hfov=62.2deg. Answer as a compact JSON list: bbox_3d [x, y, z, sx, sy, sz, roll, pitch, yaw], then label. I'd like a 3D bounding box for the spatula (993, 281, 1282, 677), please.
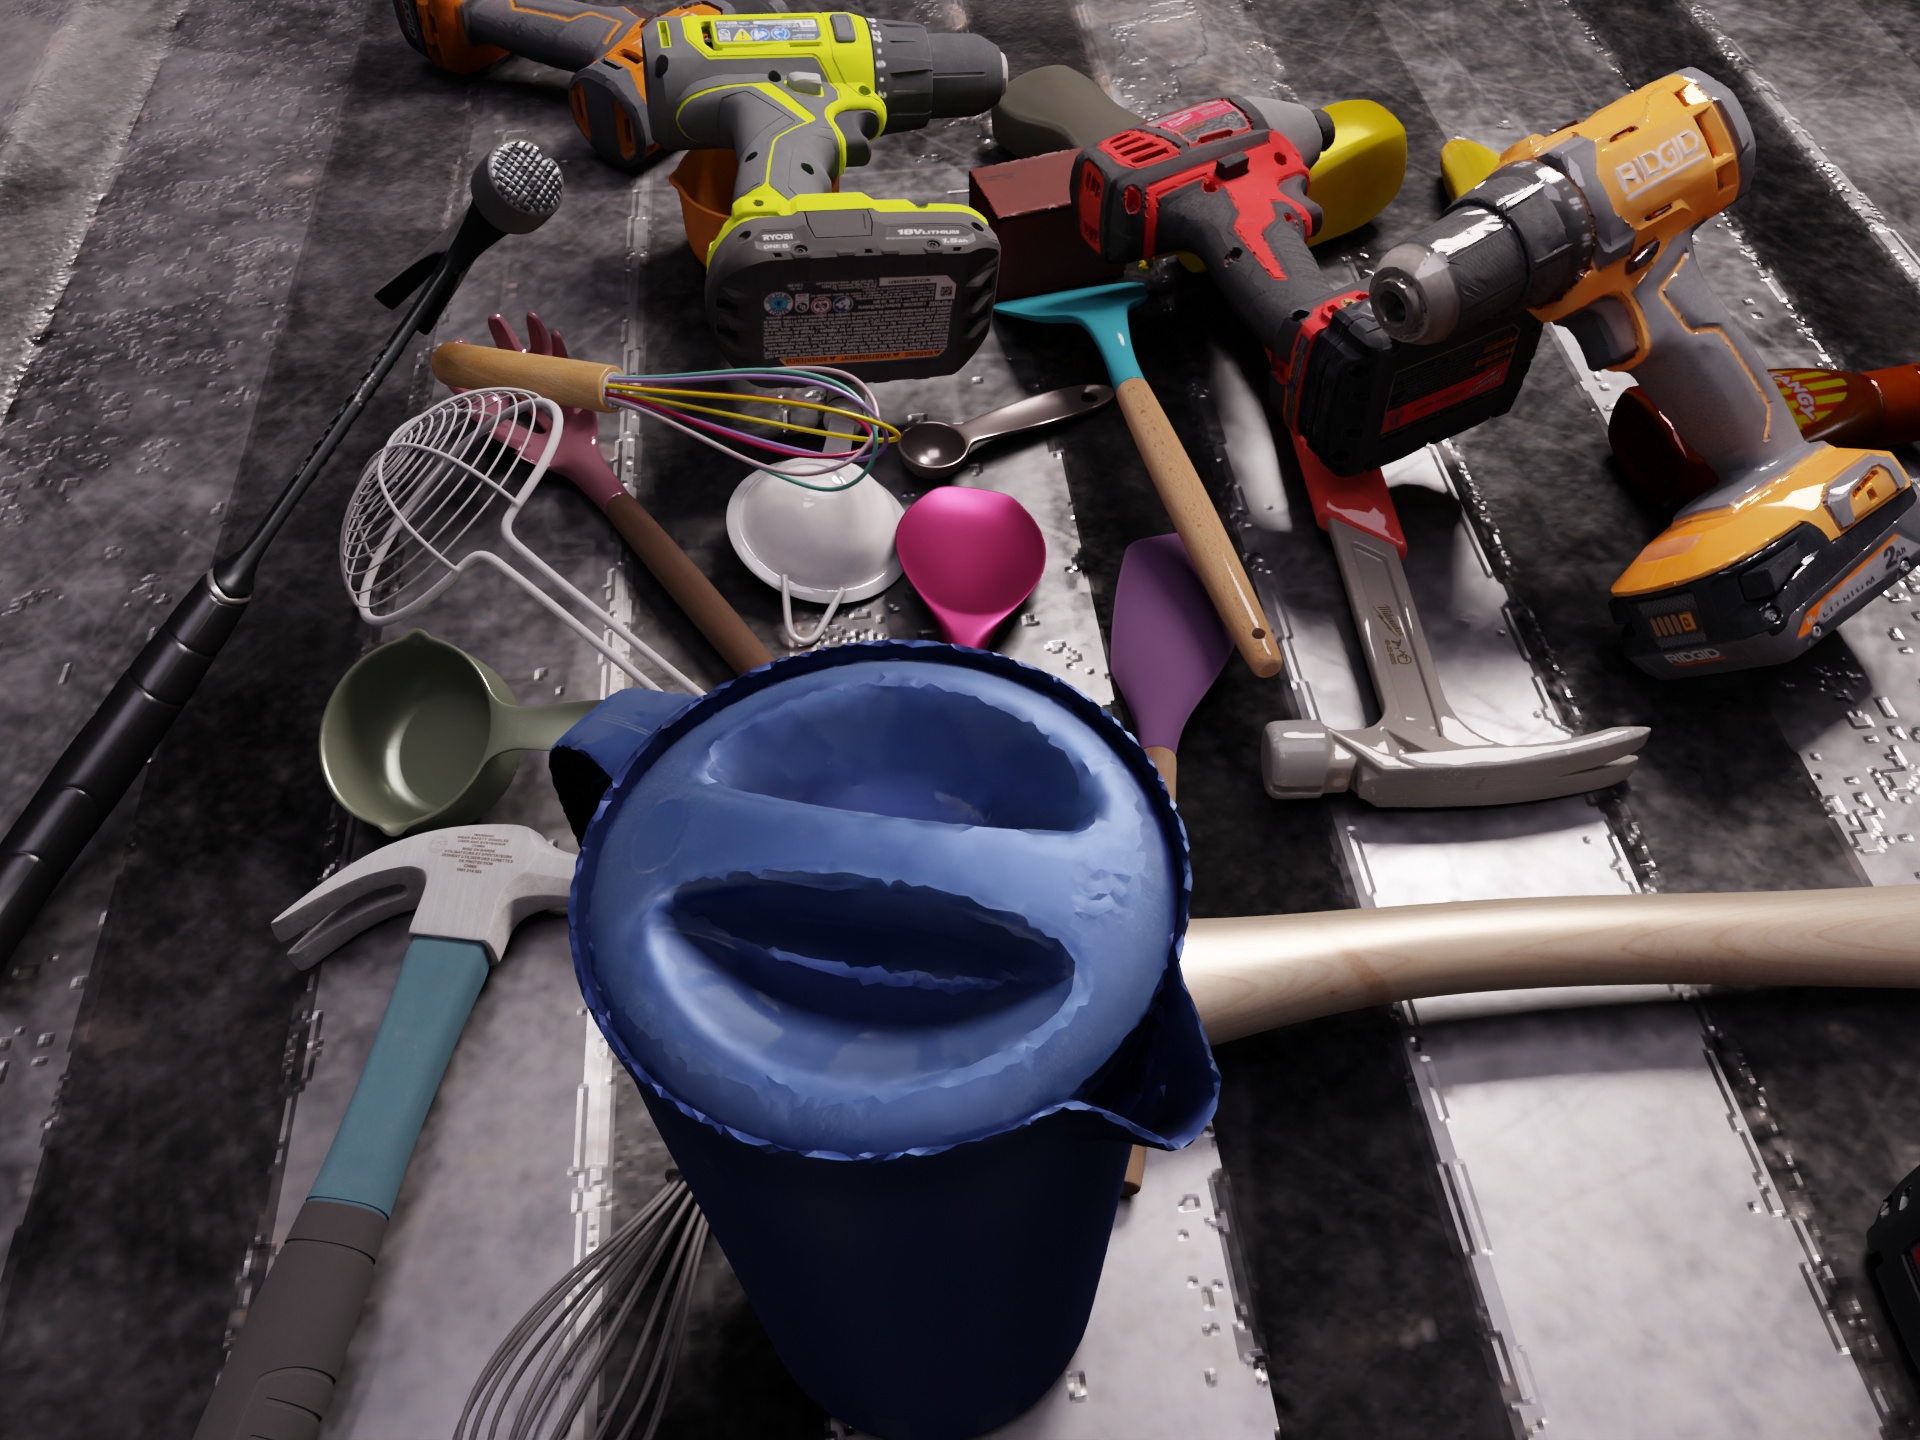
[{"bbox_3d":[0.089,-0.130,0.742,0.082,0.044,0.318,-11,49,-7],"label":"spatula"}]

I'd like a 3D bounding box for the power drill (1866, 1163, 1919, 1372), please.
[{"bbox_3d":[0.408,0.196,0.447,0.226,0.080,0.188,-1,50,-3],"label":"power drill"}]

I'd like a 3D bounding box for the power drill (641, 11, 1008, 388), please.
[{"bbox_3d":[-0.054,-0.275,0.794,0.190,0.080,0.229,-6,55,-11],"label":"power drill"}]

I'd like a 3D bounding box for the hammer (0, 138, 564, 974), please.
[{"bbox_3d":[-0.299,-0.071,0.667,0.149,0.036,0.409,-12,47,52],"label":"hammer"}]

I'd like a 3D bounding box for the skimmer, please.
[{"bbox_3d":[-0.124,-0.018,0.665,0.363,0.090,0.127,38,84,16],"label":"skimmer"}]

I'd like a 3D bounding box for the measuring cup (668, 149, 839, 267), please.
[{"bbox_3d":[-0.102,-0.246,0.848,0.095,0.052,0.174,-7,54,-6],"label":"measuring cup"}]

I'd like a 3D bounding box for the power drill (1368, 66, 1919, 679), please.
[{"bbox_3d":[0.274,-0.130,0.640,0.185,0.084,0.226,-30,96,-22],"label":"power drill"}]

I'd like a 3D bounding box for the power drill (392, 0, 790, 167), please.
[{"bbox_3d":[-0.226,-0.440,0.997,0.227,0.084,0.164,32,58,20],"label":"power drill"}]

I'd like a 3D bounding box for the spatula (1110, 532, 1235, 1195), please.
[{"bbox_3d":[0.078,0.034,0.626,0.060,0.018,0.316,-6,48,21],"label":"spatula"}]

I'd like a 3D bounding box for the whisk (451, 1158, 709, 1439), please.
[{"bbox_3d":[-0.089,0.151,0.521,0.055,0.055,0.239,16,48,15],"label":"whisk"}]

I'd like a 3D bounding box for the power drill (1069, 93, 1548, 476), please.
[{"bbox_3d":[0.164,-0.222,0.751,0.143,0.078,0.220,-24,54,-17],"label":"power drill"}]

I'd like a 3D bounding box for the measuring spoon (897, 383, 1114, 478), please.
[{"bbox_3d":[0.024,-0.142,0.783,0.124,0.018,0.034,-22,55,-24],"label":"measuring spoon"}]

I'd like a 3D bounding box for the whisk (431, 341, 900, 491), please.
[{"bbox_3d":[-0.138,-0.144,0.720,0.245,0.051,0.047,13,27,22],"label":"whisk"}]

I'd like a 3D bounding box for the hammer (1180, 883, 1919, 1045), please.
[{"bbox_3d":[0.244,0.071,0.568,0.410,0.038,0.146,-2,49,-3],"label":"hammer"}]

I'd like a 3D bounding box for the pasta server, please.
[{"bbox_3d":[-0.146,-0.087,0.724,0.060,0.040,0.316,-38,59,-9],"label":"pasta server"}]

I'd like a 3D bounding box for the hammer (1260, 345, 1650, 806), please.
[{"bbox_3d":[0.187,-0.112,0.735,0.149,0.036,0.359,-3,50,-1],"label":"hammer"}]

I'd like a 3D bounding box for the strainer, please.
[{"bbox_3d":[-0.059,-0.143,0.768,0.087,0.050,0.259,12,46,-9],"label":"strainer"}]

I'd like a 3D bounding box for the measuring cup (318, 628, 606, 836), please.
[{"bbox_3d":[-0.167,0.007,0.623,0.167,0.038,0.083,-1,76,12],"label":"measuring cup"}]

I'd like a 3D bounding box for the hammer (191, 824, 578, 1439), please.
[{"bbox_3d":[-0.202,0.172,0.512,0.128,0.033,0.331,6,51,6],"label":"hammer"}]

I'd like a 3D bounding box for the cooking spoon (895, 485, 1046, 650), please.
[{"bbox_3d":[-0.001,-0.002,0.638,0.068,0.017,0.319,7,42,-3],"label":"cooking spoon"}]
